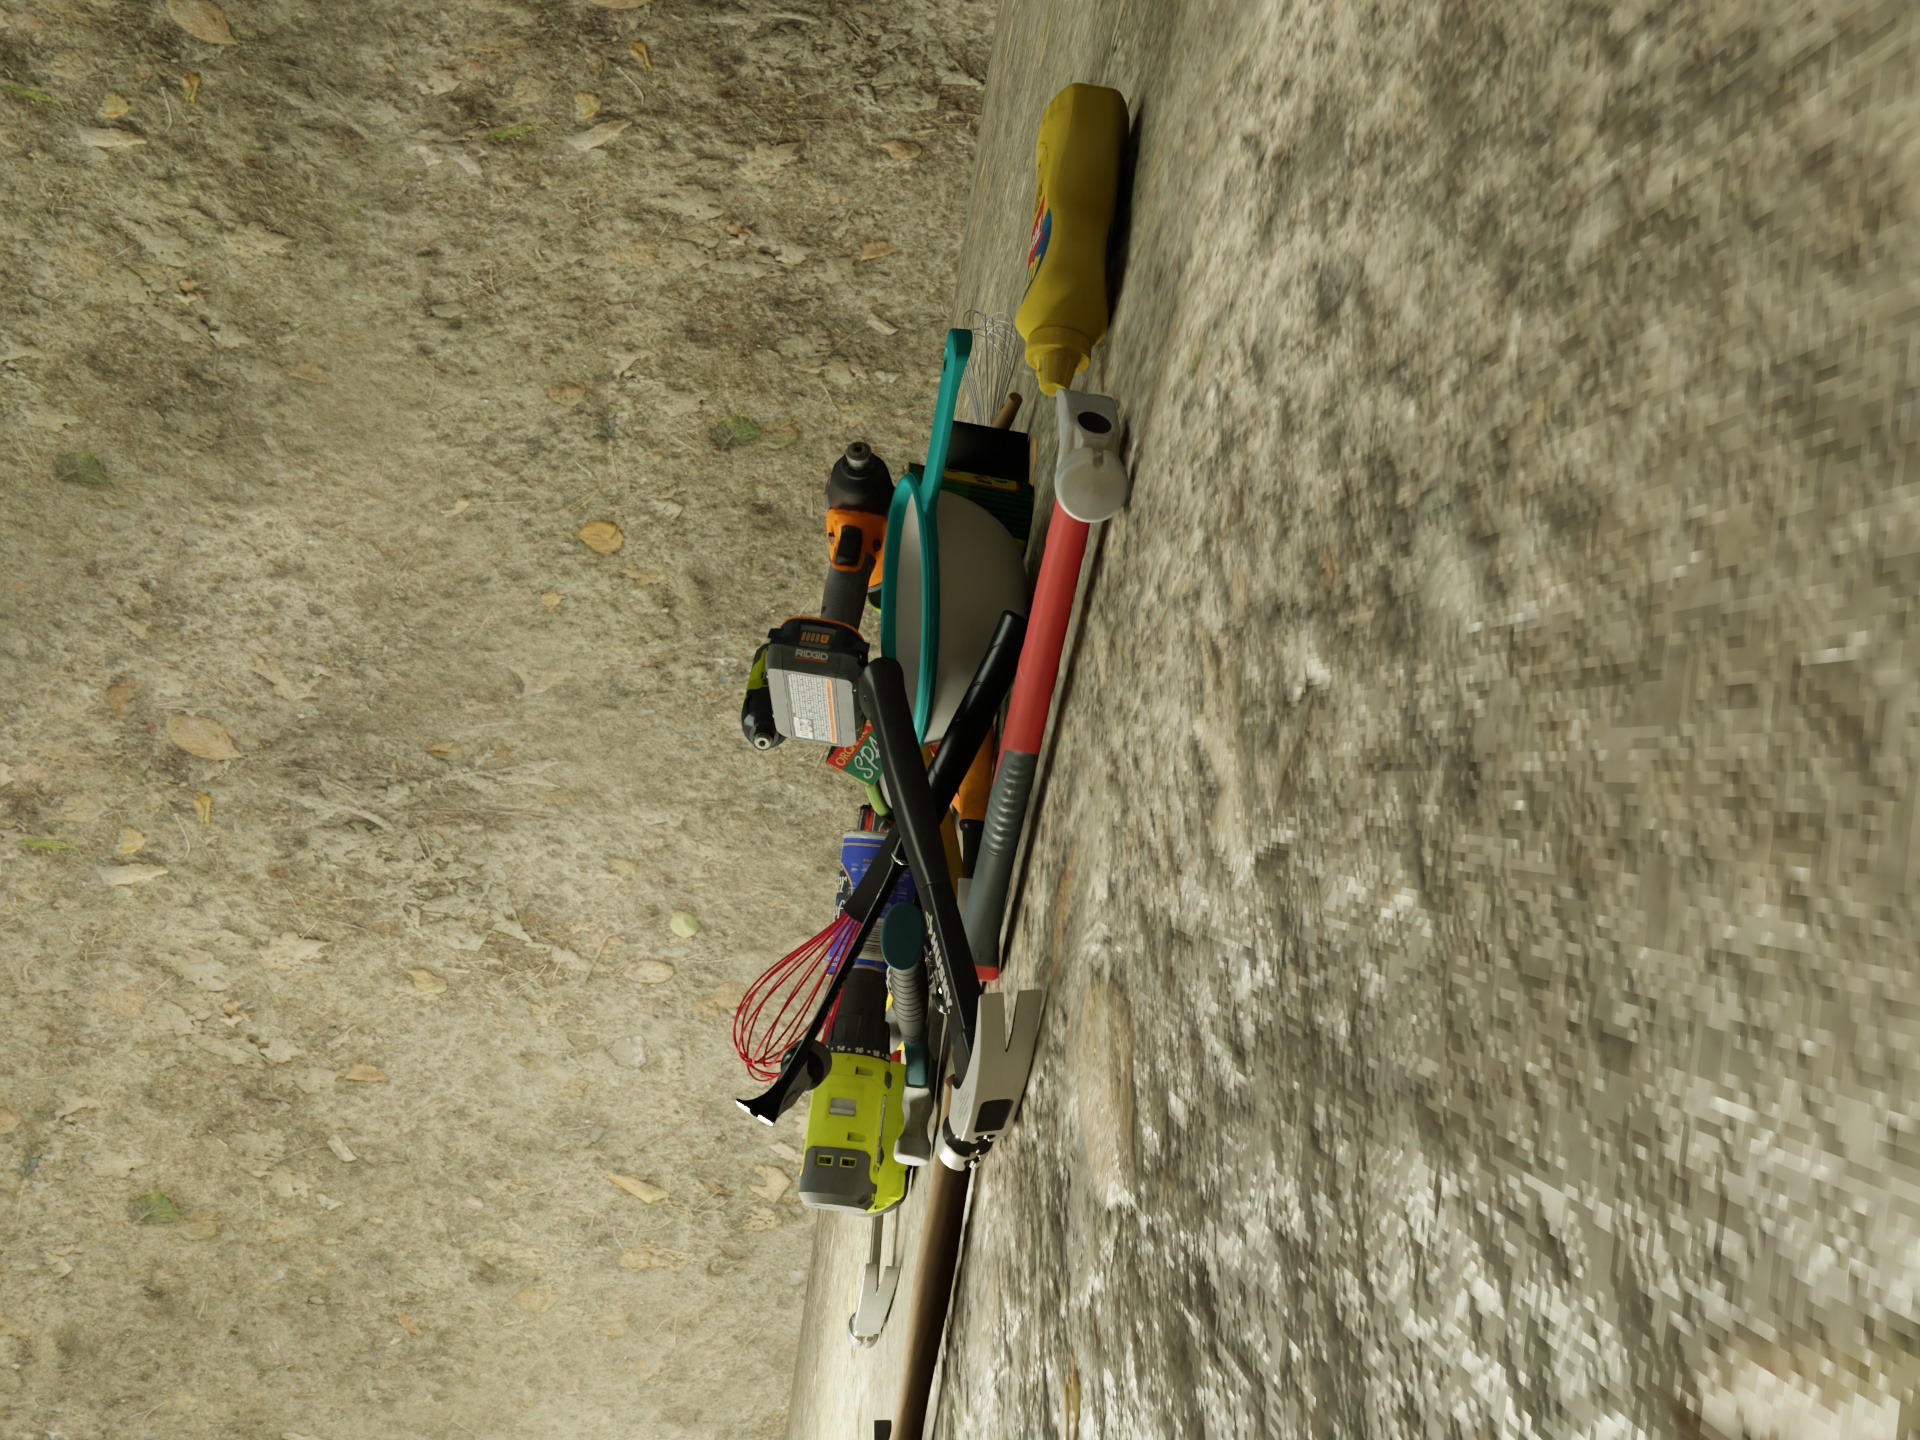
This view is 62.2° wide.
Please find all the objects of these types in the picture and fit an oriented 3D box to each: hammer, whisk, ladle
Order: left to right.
[{"bbox_3d":[-0.092,0.164,1.234,0.295,0.073,0.073,-56,13,16],"label":"whisk"},{"bbox_3d":[-0.075,0.417,1.567,0.359,0.036,0.149,-87,8,-47],"label":"hammer"},{"bbox_3d":[-0.048,0.107,1.110,0.409,0.036,0.149,-63,-8,12],"label":"hammer"},{"bbox_3d":[-0.052,0.255,1.411,0.238,0.055,0.055,112,166,-58],"label":"whisk"},{"bbox_3d":[-0.035,0.224,1.187,0.330,0.033,0.128,89,-174,-59],"label":"hammer"},{"bbox_3d":[-0.023,0.391,1.031,0.130,0.031,0.331,-126,45,-82],"label":"hammer"},{"bbox_3d":[-0.017,0.090,0.976,0.146,0.035,0.335,107,154,-46],"label":"hammer"},{"bbox_3d":[-0.016,-0.198,1.481,0.320,0.062,0.078,123,161,-53],"label":"ladle"},{"bbox_3d":[0.010,0.057,1.212,0.337,0.034,0.127,-87,7,-51],"label":"hammer"},{"bbox_3d":[0.026,-0.296,1.549,0.070,0.070,0.285,105,167,-55],"label":"whisk"},{"bbox_3d":[0.040,-0.005,0.965,0.143,0.038,0.386,-87,8,-60],"label":"hammer"}]

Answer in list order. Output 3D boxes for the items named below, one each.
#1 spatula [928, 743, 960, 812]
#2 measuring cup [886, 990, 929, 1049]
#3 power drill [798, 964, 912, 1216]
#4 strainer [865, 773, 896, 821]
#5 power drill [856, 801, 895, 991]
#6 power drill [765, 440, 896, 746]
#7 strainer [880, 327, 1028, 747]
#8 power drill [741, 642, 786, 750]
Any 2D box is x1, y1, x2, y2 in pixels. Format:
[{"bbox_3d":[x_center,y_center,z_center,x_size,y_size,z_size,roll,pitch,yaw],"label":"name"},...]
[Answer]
[{"bbox_3d":[-0.002,-0.005,1.434,0.081,0.041,0.323,63,-163,-21],"label":"spatula"},{"bbox_3d":[-0.038,0.280,1.492,0.156,0.029,0.062,148,125,-68],"label":"measuring cup"},{"bbox_3d":[-0.084,0.322,1.342,0.228,0.080,0.191,84,-168,-67],"label":"power drill"},{"bbox_3d":[-0.022,-0.021,1.546,0.151,0.069,0.256,61,-141,-53],"label":"strainer"},{"bbox_3d":[-0.078,0.190,1.788,0.227,0.080,0.188,-133,51,-80],"label":"power drill"},{"bbox_3d":[-0.099,-0.112,1.322,0.164,0.084,0.227,92,-172,-57],"label":"power drill"},{"bbox_3d":[0.009,-0.125,1.146,0.211,0.095,0.340,-101,17,-47],"label":"strainer"},{"bbox_3d":[-0.115,-0.007,1.665,0.171,0.223,0.080,-90,9,-60],"label":"power drill"}]
